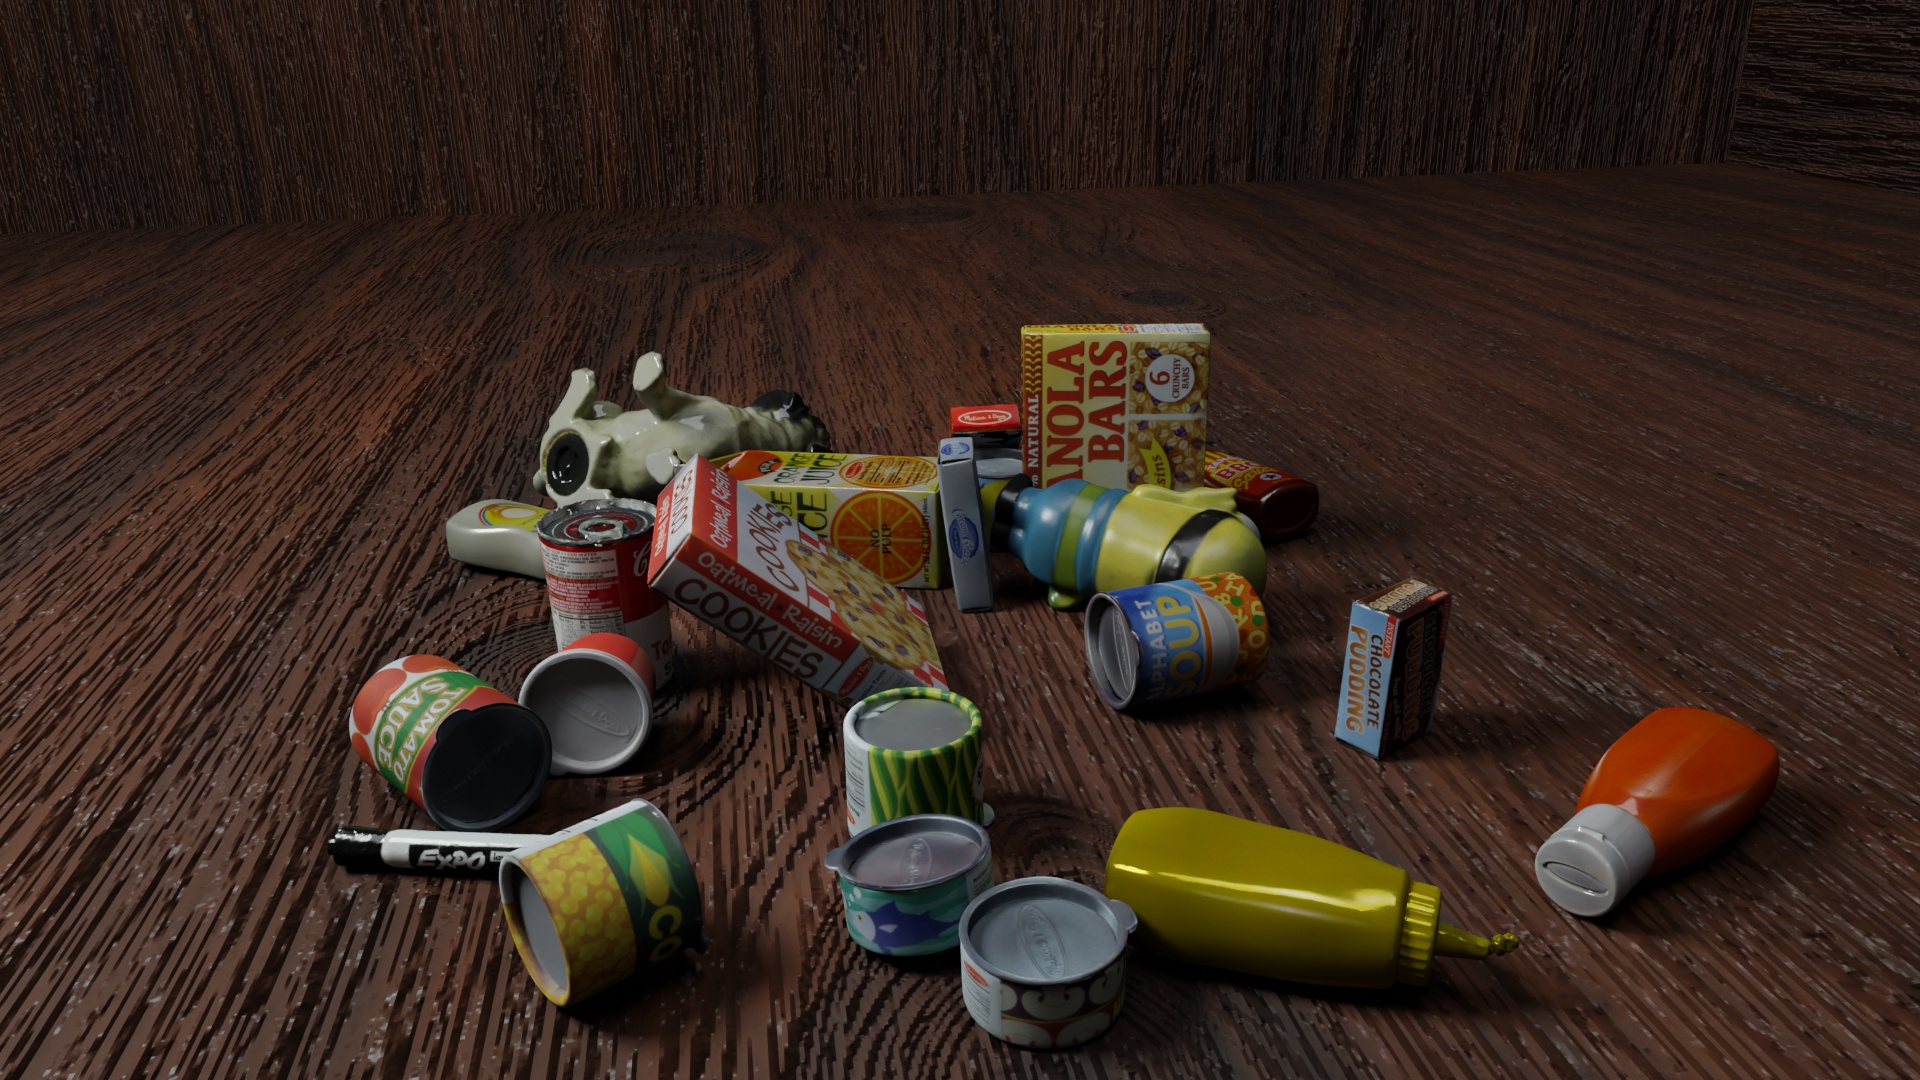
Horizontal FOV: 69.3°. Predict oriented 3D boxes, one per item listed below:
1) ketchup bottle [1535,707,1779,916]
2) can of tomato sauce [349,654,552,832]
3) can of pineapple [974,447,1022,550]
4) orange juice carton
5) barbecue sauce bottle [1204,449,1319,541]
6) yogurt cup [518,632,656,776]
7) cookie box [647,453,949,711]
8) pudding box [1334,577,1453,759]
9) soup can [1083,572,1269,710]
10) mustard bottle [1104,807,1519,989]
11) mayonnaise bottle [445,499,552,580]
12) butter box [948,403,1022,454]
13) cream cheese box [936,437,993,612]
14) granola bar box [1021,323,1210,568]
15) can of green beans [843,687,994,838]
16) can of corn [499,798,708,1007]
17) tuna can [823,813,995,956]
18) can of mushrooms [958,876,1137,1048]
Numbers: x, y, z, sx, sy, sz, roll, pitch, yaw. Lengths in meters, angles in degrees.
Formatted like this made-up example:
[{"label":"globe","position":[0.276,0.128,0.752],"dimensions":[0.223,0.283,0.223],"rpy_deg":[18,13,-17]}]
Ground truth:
[{"label":"ketchup bottle","position":[0.314,0.122,0.634],"dimensions":[0.149,0.043,0.065],"rpy_deg":[-20,27,-39]},{"label":"can of tomato sauce","position":[-0.254,0.098,0.685],"dimensions":[0.083,0.071,0.071],"rpy_deg":[18,29,41]},{"label":"can of pineapple","position":[0.027,-0.031,1.011],"dimensions":[0.071,0.057,0.071],"rpy_deg":[-1,22,0]},{"label":"orange juice carton","position":[-0.104,-0.017,0.962],"dimensions":[0.193,0.071,0.073],"rpy_deg":[2,22,8]},{"label":"barbecue sauce bottle","position":[0.198,-0.042,1.052],"dimensions":[0.065,0.043,0.149],"rpy_deg":[-15,25,-27]},{"label":"yogurt cup","position":[-0.192,0.082,0.733],"dimensions":[0.072,0.072,0.054],"rpy_deg":[-2,14,-2]},{"label":"cookie box","position":[-0.089,0.031,0.761],"dimensions":[0.167,0.040,0.123],"rpy_deg":[35,12,-20]},{"label":"pudding box","position":[0.226,0.066,0.725],"dimensions":[0.050,0.083,0.030],"rpy_deg":[-17,29,-36]},{"label":"soup can","position":[0.122,0.055,0.777],"dimensions":[0.084,0.071,0.071],"rpy_deg":[-8,23,-18]},{"label":"mustard bottle","position":[0.141,0.151,0.564],"dimensions":[0.160,0.048,0.065],"rpy_deg":[9,23,21]},{"label":"mayonnaise bottle","position":[-0.282,0.003,0.962],"dimensions":[0.148,0.041,0.065],"rpy_deg":[9,22,25]},{"label":"butter box","position":[0.016,-0.068,1.063],"dimensions":[0.053,0.103,0.024],"rpy_deg":[-3,64,-5]},{"label":"cream cheese box","position":[0.003,-0.011,0.902],"dimensions":[0.024,0.103,0.053],"rpy_deg":[-7,20,3]},{"label":"granola bar box","position":[0.104,-0.064,0.947],"dimensions":[0.124,0.165,0.039],"rpy_deg":[0,19,2]},{"label":"can of green beans","position":[-0.022,0.110,0.660],"dimensions":[0.071,0.057,0.071],"rpy_deg":[-1,22,0]},{"label":"can of corn","position":[-0.145,0.148,0.563],"dimensions":[0.058,0.071,0.071],"rpy_deg":[-19,28,-36]},{"label":"tuna can","position":[-0.021,0.146,0.591],"dimensions":[0.071,0.032,0.071],"rpy_deg":[-7,14,2]},{"label":"can of mushrooms","position":[0.035,0.166,0.550],"dimensions":[0.071,0.033,0.071],"rpy_deg":[-1,21,1]}]
